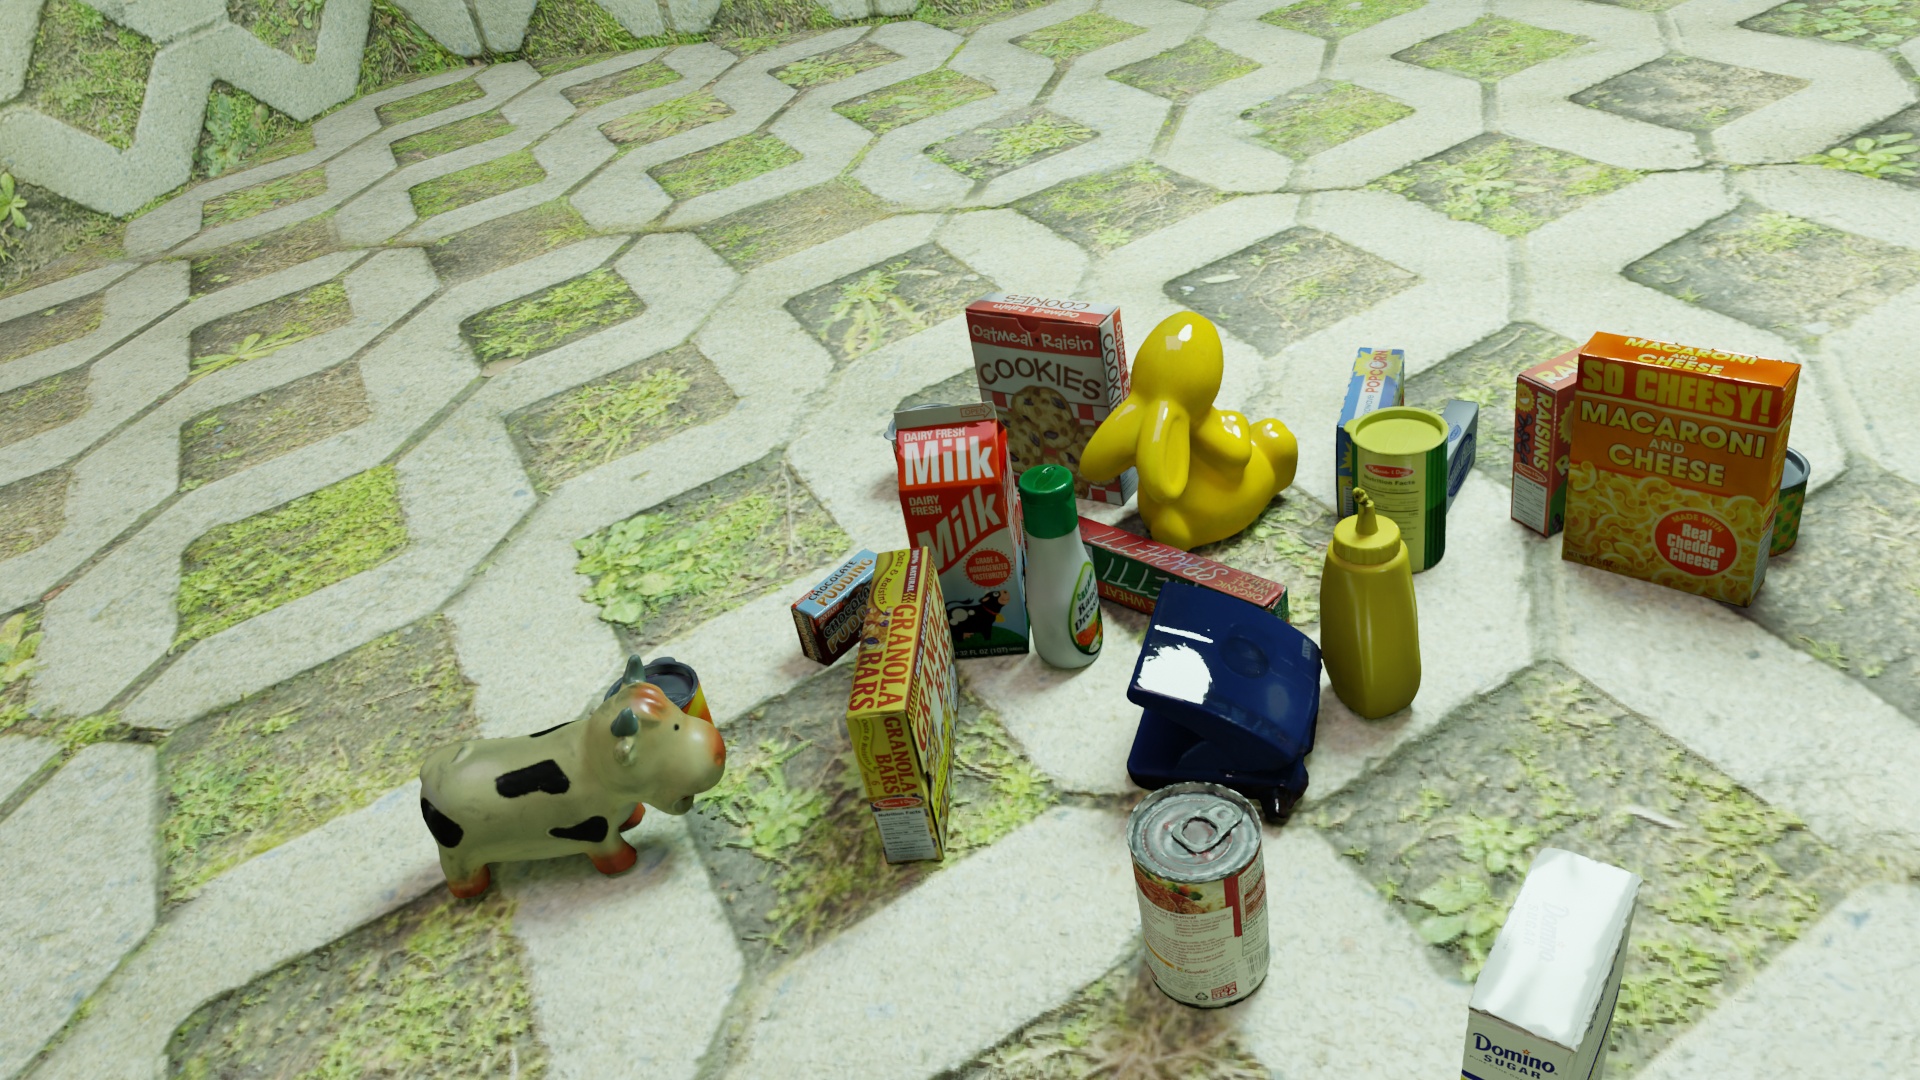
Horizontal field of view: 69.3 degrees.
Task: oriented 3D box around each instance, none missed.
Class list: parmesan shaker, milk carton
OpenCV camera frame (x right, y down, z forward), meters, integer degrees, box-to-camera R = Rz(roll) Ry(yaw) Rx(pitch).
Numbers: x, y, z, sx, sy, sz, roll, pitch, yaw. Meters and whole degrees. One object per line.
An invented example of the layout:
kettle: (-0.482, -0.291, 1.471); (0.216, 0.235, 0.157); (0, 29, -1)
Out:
parmesan shaker: (0.314, -0.036, 1.002); (0.071, 0.102, 0.072); (-8, 33, 5)
milk carton: (0.004, -0.012, 0.982); (0.072, 0.189, 0.074); (-6, 34, 9)

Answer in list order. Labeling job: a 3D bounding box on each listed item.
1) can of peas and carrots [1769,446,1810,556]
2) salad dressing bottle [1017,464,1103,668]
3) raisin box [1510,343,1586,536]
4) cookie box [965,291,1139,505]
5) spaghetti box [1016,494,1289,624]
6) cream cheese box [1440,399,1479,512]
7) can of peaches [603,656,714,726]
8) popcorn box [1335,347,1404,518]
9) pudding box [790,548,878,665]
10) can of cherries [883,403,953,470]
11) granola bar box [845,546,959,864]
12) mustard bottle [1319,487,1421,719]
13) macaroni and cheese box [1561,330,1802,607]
can of peas and carrots: (0.543, -0.029, 0.961); (0.071, 0.058, 0.071); (-8, 33, 5)
salad dressing bottle: (0.067, 0.019, 0.955); (0.044, 0.147, 0.064); (8, 38, 27)
raisin box: (0.444, -0.075, 1.002); (0.086, 0.122, 0.040); (-22, 34, -15)
cookie box: (0.077, -0.116, 1.135); (0.123, 0.166, 0.040); (12, 40, 31)
spaghetti box: (0.128, 0.024, 1.017); (0.250, 0.050, 0.029); (21, 45, 39)
cream cheese box: (0.372, -0.060, 1.065); (0.024, 0.053, 0.104); (12, 40, 31)
can of peaches: (-0.205, 0.125, 0.961); (0.071, 0.057, 0.071); (-8, 33, 5)
popcorn box: (0.322, -0.085, 1.089); (0.038, 0.084, 0.127); (4, 36, 22)
pudding box: (-0.086, 0.049, 1.045); (0.030, 0.049, 0.084); (18, 44, 38)
can of cherries: (-0.028, -0.078, 1.209); (0.071, 0.058, 0.072); (-8, 33, 5)
granola bar box: (-0.032, 0.101, 0.883); (0.039, 0.123, 0.166); (-6, 34, 8)
mustard bottle: (0.254, 0.035, 0.862); (0.049, 0.159, 0.065); (-19, 34, -11)
macaroni and cheese box: (0.469, -0.048, 0.915); (0.124, 0.165, 0.040); (19, 44, 38)
